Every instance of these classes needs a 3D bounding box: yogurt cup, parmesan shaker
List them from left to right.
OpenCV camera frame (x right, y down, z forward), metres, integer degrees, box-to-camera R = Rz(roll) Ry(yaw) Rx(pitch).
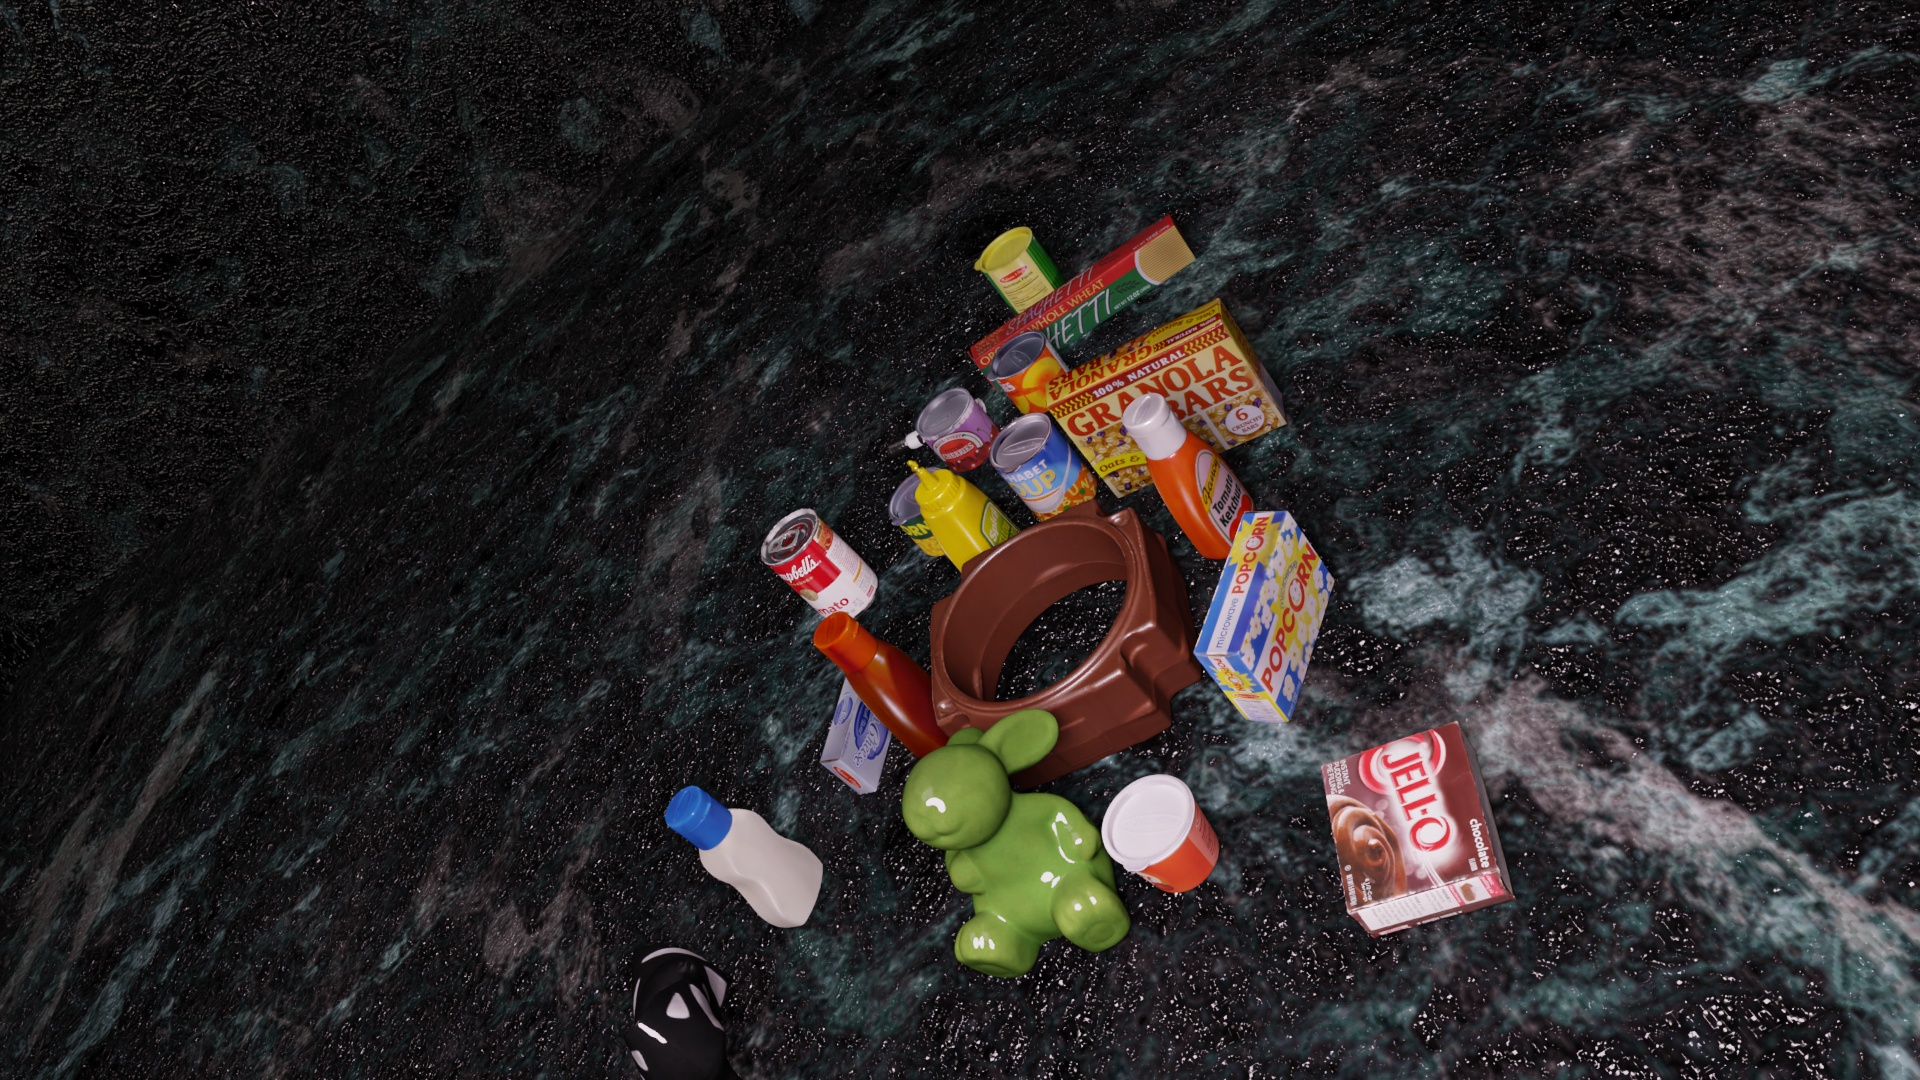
[{"bbox_3d":[0.072,-0.269,1.466,0.071,0.103,0.072,-26,37,22],"label":"parmesan shaker"},{"bbox_3d":[0.136,0.198,0.927,0.072,0.054,0.073,-26,37,22],"label":"yogurt cup"}]

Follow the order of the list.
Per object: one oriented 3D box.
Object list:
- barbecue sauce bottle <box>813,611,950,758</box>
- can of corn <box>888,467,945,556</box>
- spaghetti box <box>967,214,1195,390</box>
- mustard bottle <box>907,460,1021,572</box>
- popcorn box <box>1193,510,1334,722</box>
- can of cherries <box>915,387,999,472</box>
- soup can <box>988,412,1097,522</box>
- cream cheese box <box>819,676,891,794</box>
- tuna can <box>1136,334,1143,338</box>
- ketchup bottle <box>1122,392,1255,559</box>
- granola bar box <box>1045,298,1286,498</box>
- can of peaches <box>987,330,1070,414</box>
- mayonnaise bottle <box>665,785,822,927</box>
[{"bbox_3d":[-0.060,0.114,1.131,0.043,0.148,0.065,-24,38,25],"label":"barbecue sauce bottle"},{"bbox_3d":[-0.027,-0.025,1.333,0.071,0.058,0.071,-26,37,22],"label":"can of corn"},{"bbox_3d":[0.123,-0.242,1.432,0.249,0.050,0.029,-33,35,13],"label":"spaghetti box"},{"bbox_3d":[0.004,-0.015,1.200,0.048,0.160,0.066,-18,41,32],"label":"mustard bottle"},{"bbox_3d":[0.216,0.053,0.981,0.038,0.085,0.127,-5,48,42],"label":"popcorn box"},{"bbox_3d":[-0.002,-0.109,1.402,0.071,0.058,0.072,-26,37,22],"label":"can of cherries"},{"bbox_3d":[0.074,-0.061,1.250,0.071,0.083,0.072,-26,37,22],"label":"soup can"},{"bbox_3d":[-0.084,0.160,1.189,0.024,0.053,0.104,-17,41,32],"label":"cream cheese box"},{"bbox_3d":[0.186,-0.166,1.300,0.071,0.032,0.071,-26,37,22],"label":"tuna can"},{"bbox_3d":[0.177,-0.052,1.081,0.043,0.148,0.065,-3,50,44],"label":"ketchup bottle"},{"bbox_3d":[0.174,-0.116,1.176,0.165,0.124,0.039,-25,38,24],"label":"granola bar box"},{"bbox_3d":[0.070,-0.166,1.393,0.071,0.058,0.071,-26,37,22],"label":"can of peaches"},{"bbox_3d":[-0.170,0.246,1.094,0.041,0.147,0.065,-15,42,34],"label":"mayonnaise bottle"}]
